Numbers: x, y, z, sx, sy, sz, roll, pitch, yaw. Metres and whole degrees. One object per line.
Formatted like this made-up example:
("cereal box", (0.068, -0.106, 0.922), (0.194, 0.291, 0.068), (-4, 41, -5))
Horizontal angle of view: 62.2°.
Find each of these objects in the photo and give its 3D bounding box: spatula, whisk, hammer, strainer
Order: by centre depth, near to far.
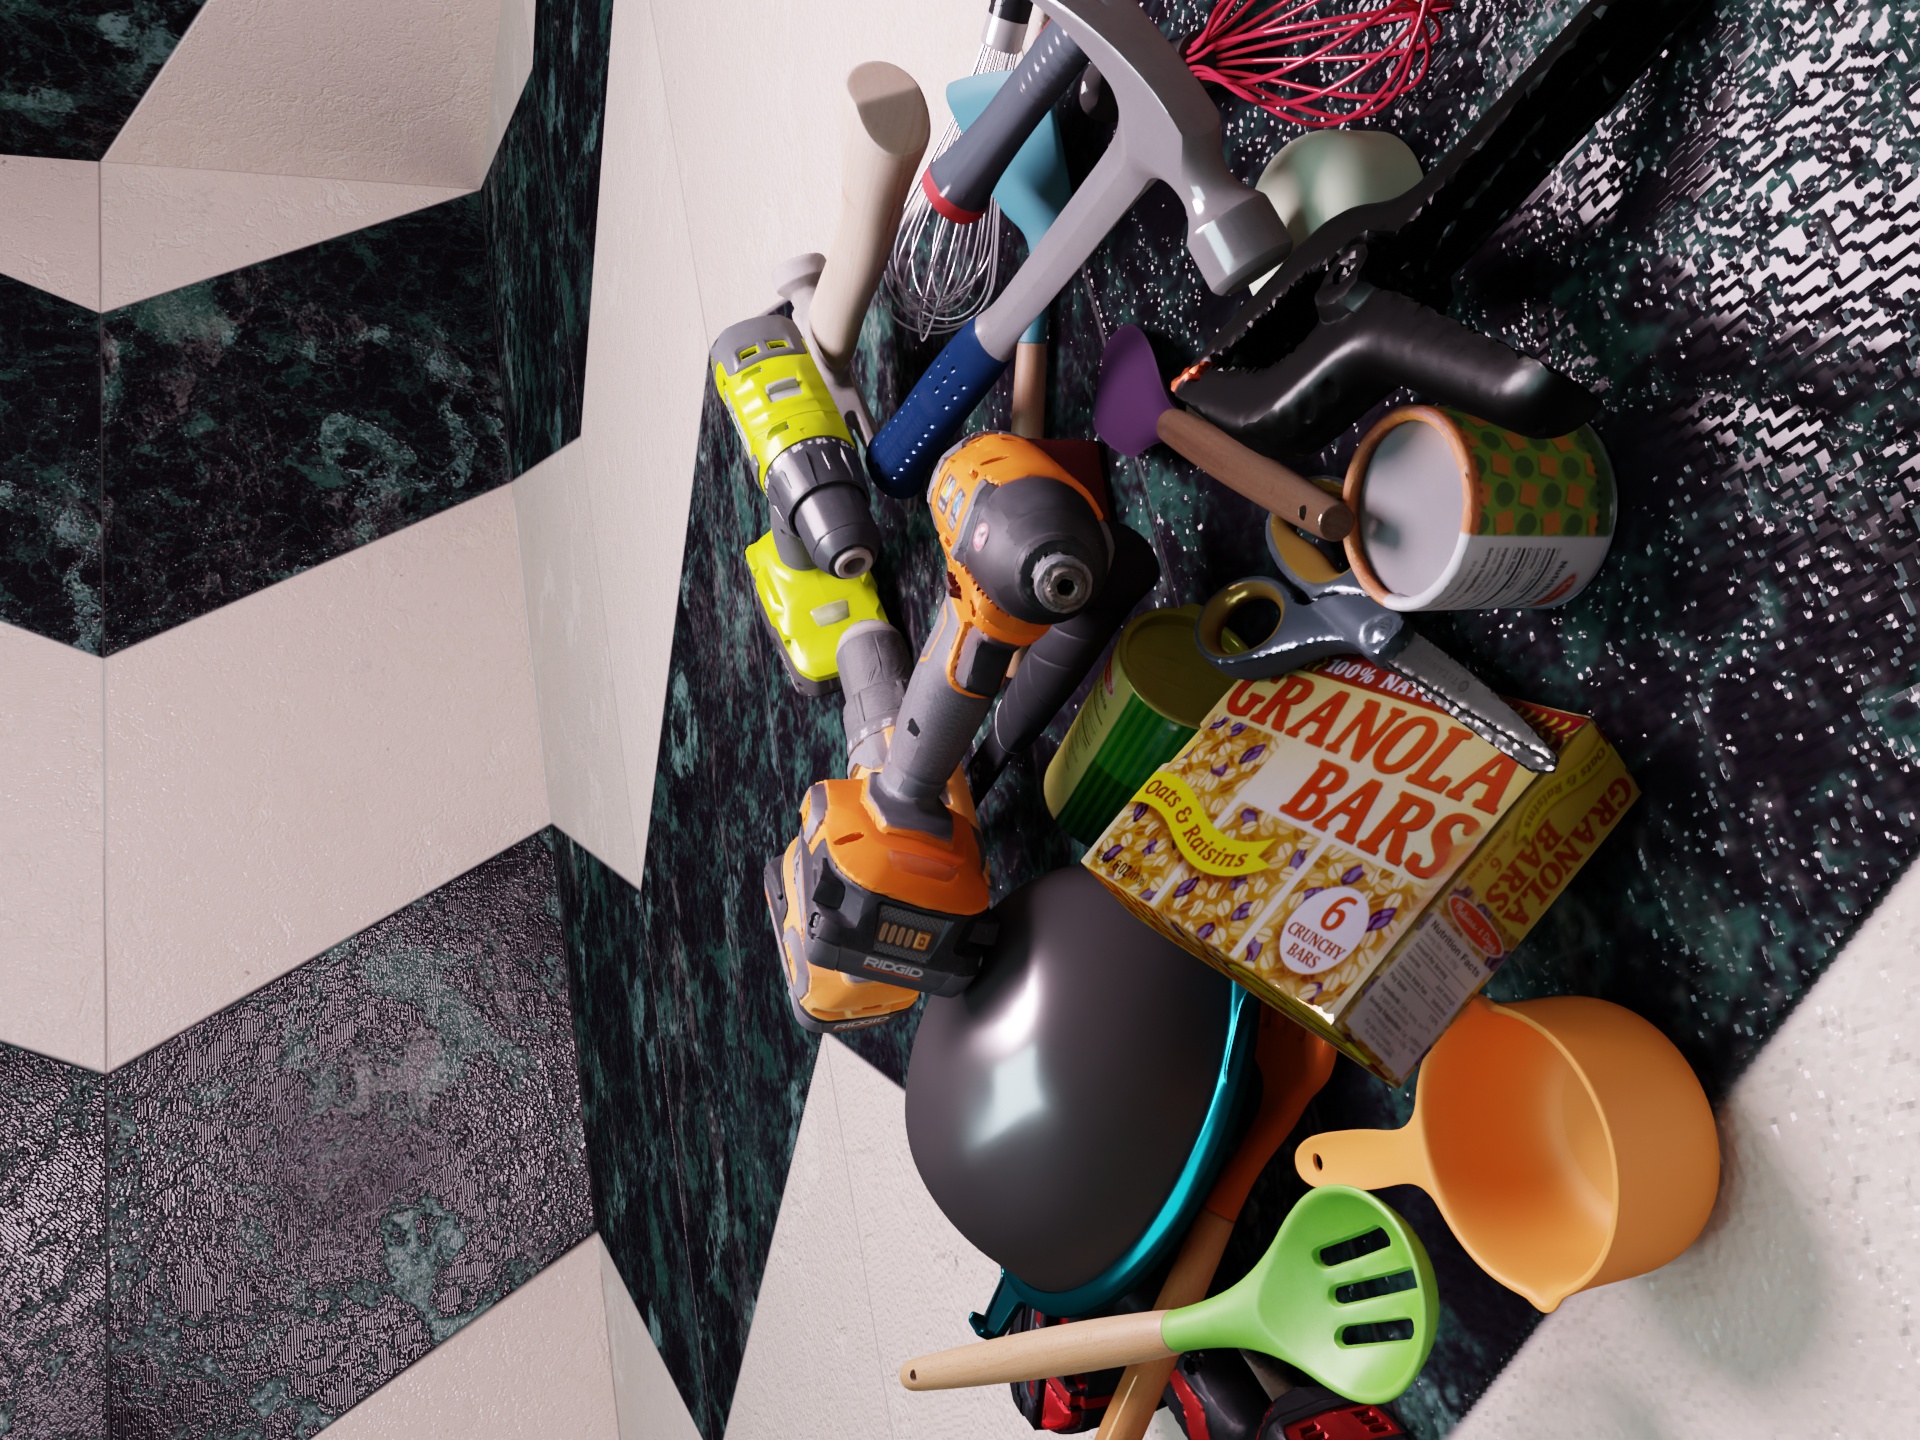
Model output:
("whisk", (0.106, -0.270, 0.643), (0.296, 0.073, 0.073), (-138, 49, -68))
("hammer", (0.075, -0.323, 0.648), (0.386, 0.038, 0.143), (-27, 42, 64))
("spatula", (0.088, 0.221, 0.649), (0.323, 0.041, 0.081), (-64, 21, -8))
("spatula", (0.096, -0.120, 0.659), (0.316, 0.018, 0.059), (-115, 30, -67))
("strainer", (0.065, 0.111, 0.666), (0.340, 0.095, 0.211), (-50, 23, 43))
("hammer", (0.017, -0.192, 0.756), (0.144, 0.035, 0.405), (60, 160, 0))
("spatula", (0.028, -0.176, 0.854), (0.082, 0.044, 0.317), (19, 113, 49))
("whisk", (0.015, -0.337, 0.857), (0.070, 0.070, 0.284), (-118, 38, -46))
("hammer", (0.023, 0.015, 0.857), (0.408, 0.036, 0.149), (121, 139, -62))
("hammer", (-0.054, -0.235, 0.858), (0.410, 0.038, 0.146), (174, 76, -81))

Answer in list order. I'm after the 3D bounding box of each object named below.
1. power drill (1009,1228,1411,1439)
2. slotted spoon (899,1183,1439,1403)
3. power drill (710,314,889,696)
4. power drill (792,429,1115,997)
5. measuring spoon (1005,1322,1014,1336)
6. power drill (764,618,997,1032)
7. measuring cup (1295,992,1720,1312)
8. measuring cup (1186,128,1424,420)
("power drill", (0.107, 0.315, 0.694), (0.220, 0.078, 0.143), (-148, 58, -60))
("slotted spoon", (0.066, 0.238, 0.619), (0.313, 0.031, 0.070), (-35, 58, 46))
("power drill", (-0.093, -0.117, 1.014), (0.228, 0.080, 0.191), (87, 161, -57))
("power drill", (-0.001, -0.002, 0.675), (0.164, 0.084, 0.226), (-115, 43, -69))
("measuring spoon", (0.045, 0.287, 0.825), (0.124, 0.018, 0.034), (-55, -33, -56))
("power drill", (-0.055, 0.067, 0.933), (0.226, 0.084, 0.186), (120, 139, -54))
("measuring cup", (0.176, 0.142, 0.532), (0.173, 0.052, 0.095), (138, 125, -64))
("measuring cup", (0.120, -0.167, 0.637), (0.167, 0.038, 0.083), (136, 127, -58))
